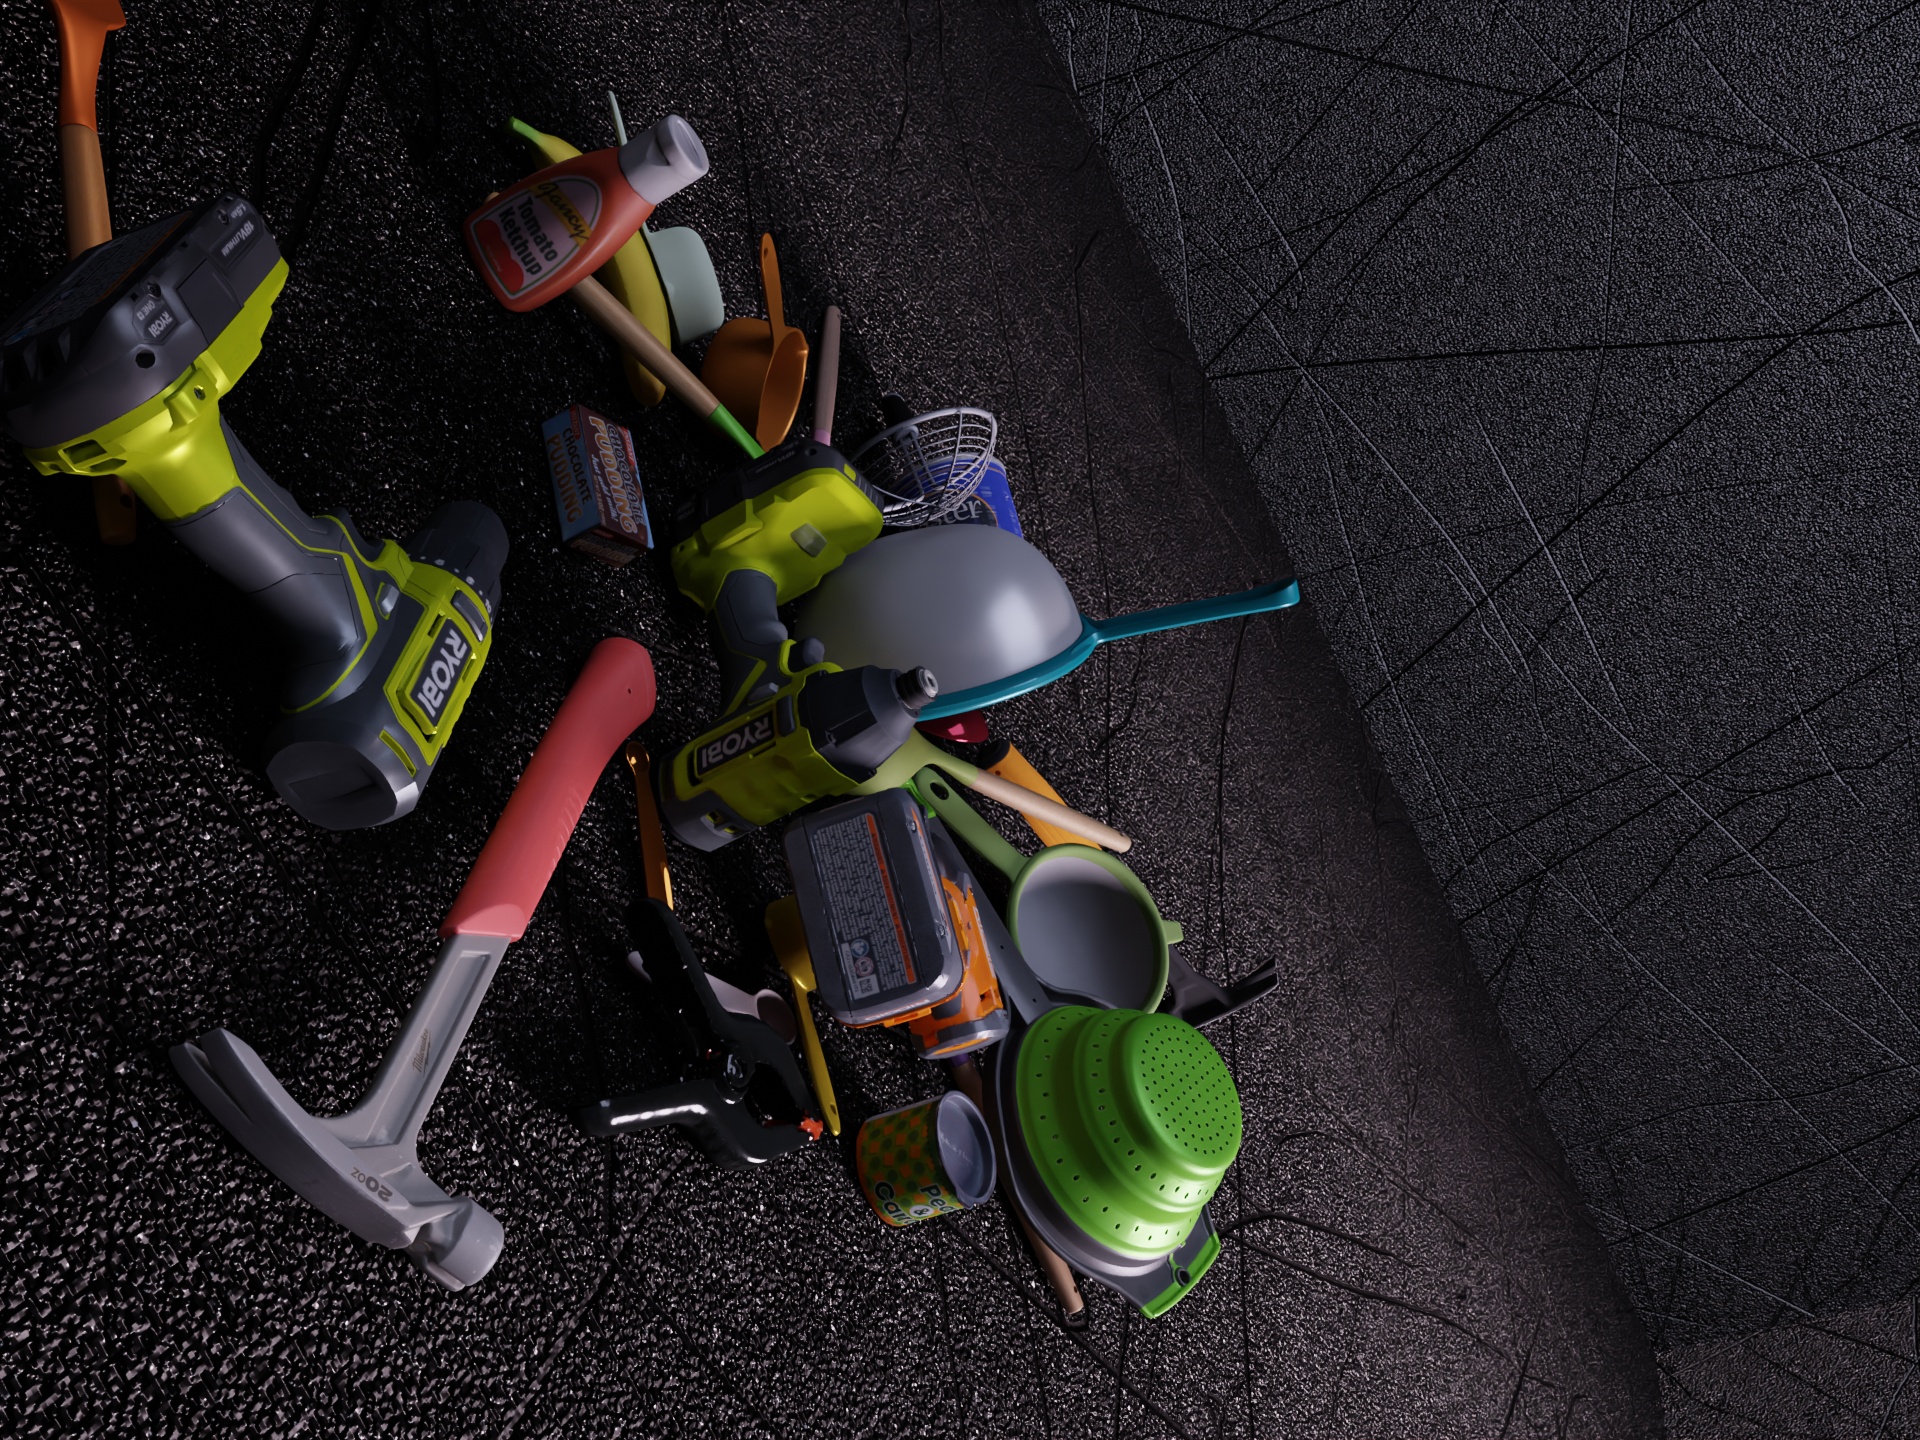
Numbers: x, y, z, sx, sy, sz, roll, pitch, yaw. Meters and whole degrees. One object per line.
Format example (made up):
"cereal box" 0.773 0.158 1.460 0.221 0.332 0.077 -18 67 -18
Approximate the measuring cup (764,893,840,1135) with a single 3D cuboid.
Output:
"measuring cup" -0.077 0.162 0.900 0.062 0.029 0.157 56 10 -46

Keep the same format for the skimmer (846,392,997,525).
"skimmer" -0.048 -0.231 1.233 0.090 0.127 0.364 62 4 -25

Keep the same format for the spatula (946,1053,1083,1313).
"spatula" 0.011 0.252 1.065 0.316 0.018 0.060 65 22 -1

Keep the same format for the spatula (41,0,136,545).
"spatula" -0.374 -0.221 0.669 0.081 0.041 0.323 15 59 -62

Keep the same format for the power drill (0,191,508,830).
"power drill" -0.275 -0.093 0.665 0.191 0.080 0.228 -84 154 -48

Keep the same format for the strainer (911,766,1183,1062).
"strainer" 0.044 0.137 1.204 0.256 0.069 0.151 44 50 -7

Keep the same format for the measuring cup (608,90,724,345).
"measuring cup" -0.197 -0.339 1.070 0.083 0.038 0.167 -137 -148 -69

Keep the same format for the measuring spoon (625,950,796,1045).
"measuring spoon" -0.136 0.149 0.852 0.124 0.018 0.034 33 30 -42

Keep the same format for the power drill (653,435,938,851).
"power drill" -0.098 -0.050 0.924 0.080 0.171 0.223 41 30 -46

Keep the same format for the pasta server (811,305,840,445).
"pasta server" -0.102 -0.243 1.263 0.317 0.040 0.060 -91 160 -45

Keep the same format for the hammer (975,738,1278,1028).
"hammer" 0.129 0.136 1.329 0.336 0.127 0.034 49 27 -24

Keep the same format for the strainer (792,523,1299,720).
"strainer" 0.039 -0.086 1.019 0.211 0.340 0.095 -68 146 -69

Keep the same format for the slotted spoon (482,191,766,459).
"slotted spoon" -0.177 -0.215 1.012 0.313 0.031 0.070 43 18 -18

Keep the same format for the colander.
"colander" 0.077 0.193 1.072 0.204 0.094 0.397 -20 75 -53

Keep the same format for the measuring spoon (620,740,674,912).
"measuring spoon" -0.170 0.067 0.858 0.021 0.011 0.117 19 55 -60

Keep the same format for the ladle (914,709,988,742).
"ladle" -0.002 -0.004 1.158 0.069 0.031 0.315 25 1 5

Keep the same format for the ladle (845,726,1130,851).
"ladle" 0.016 0.056 1.134 0.319 0.062 0.078 25 21 -44

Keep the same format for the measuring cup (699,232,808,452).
"measuring cup" -0.145 -0.259 1.066 0.173 0.052 0.095 92 17 -54

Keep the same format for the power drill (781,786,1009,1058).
"power drill" -0.034 0.111 0.947 0.226 0.084 0.164 54 18 -71

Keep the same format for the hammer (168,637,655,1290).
"hammer" -0.213 0.066 0.728 0.149 0.036 0.359 54 26 -28
